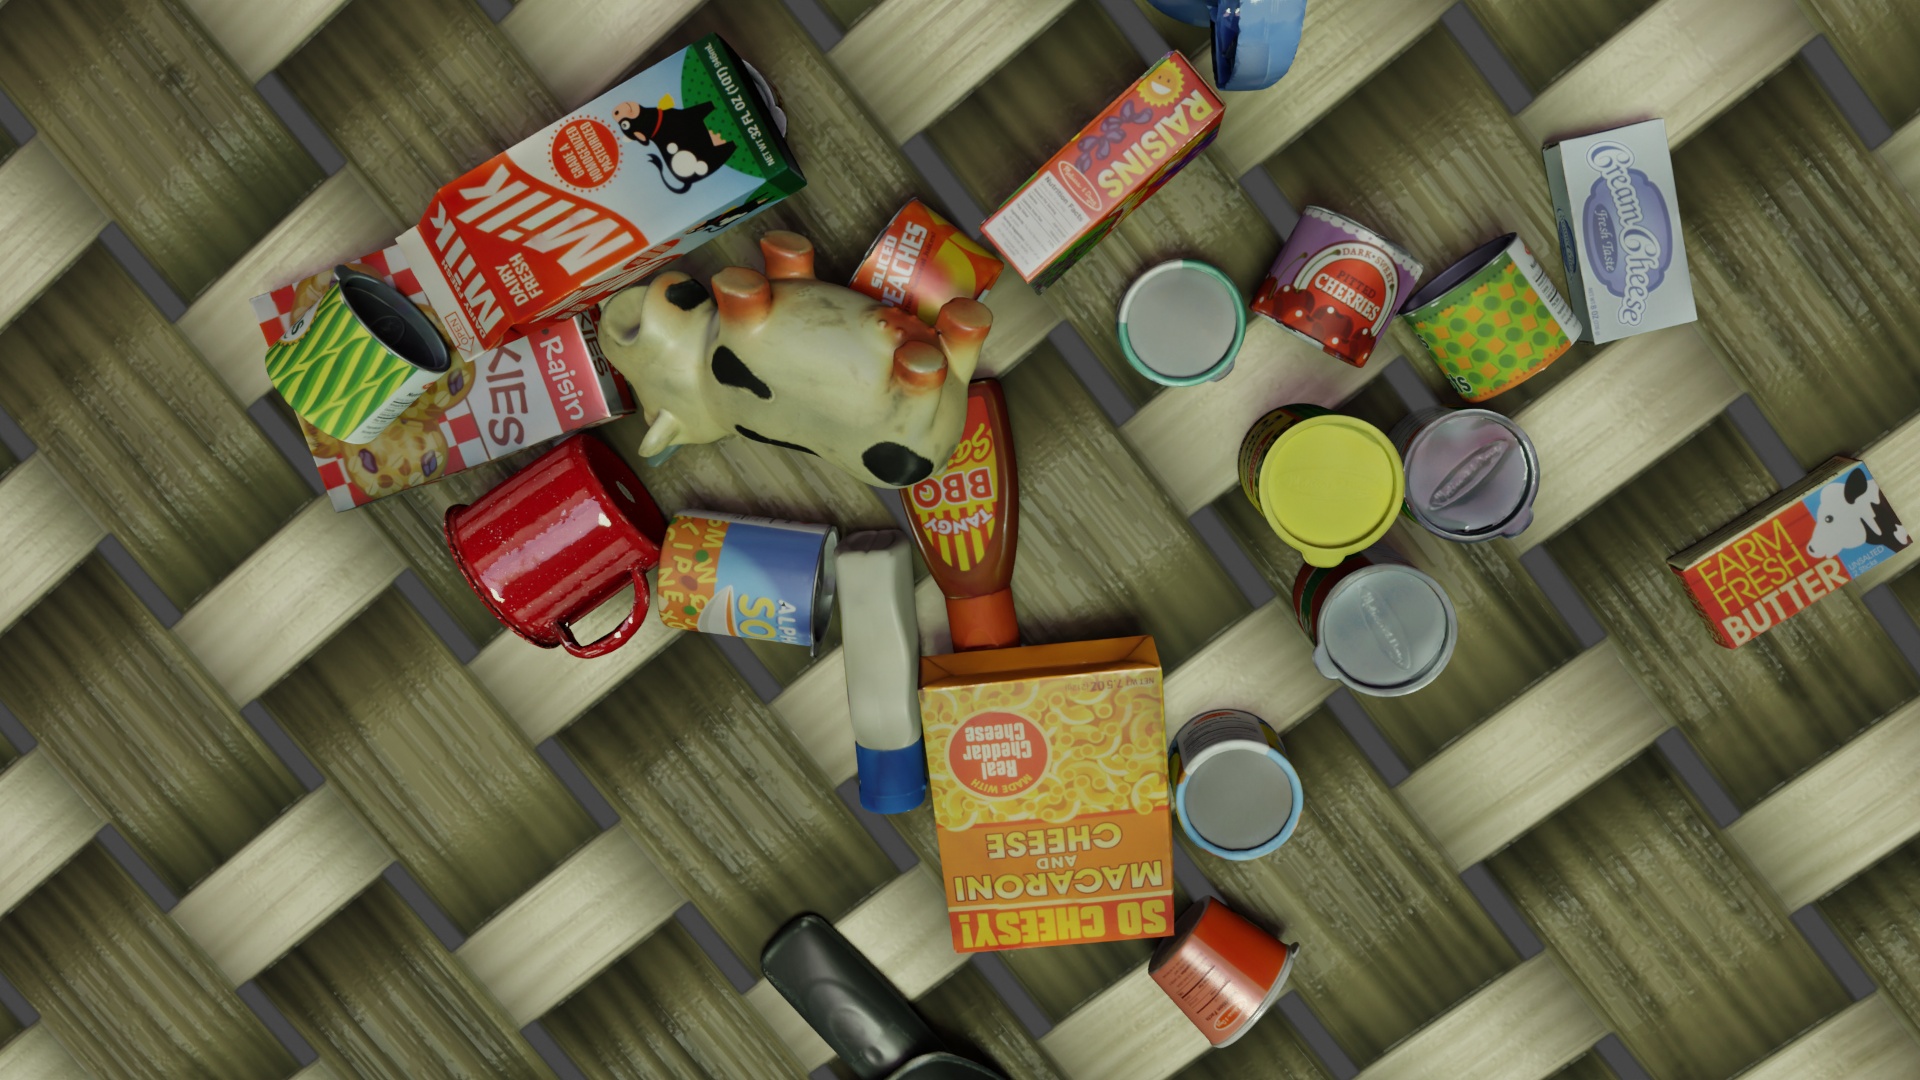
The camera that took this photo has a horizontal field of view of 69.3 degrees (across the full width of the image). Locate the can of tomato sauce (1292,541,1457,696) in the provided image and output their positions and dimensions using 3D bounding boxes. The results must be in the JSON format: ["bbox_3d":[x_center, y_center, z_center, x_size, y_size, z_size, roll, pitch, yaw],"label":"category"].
[{"bbox_3d":[0.207,0.038,0.708,0.071,0.083,0.071,1,99,5],"label":"can of tomato sauce"}]

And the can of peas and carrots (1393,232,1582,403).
[{"bbox_3d":[0.261,-0.109,0.691,0.071,0.071,0.058,-37,95,9],"label":"can of peas and carrots"}]

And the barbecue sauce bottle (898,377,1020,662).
[{"bbox_3d":[0.003,-0.009,0.737,0.065,0.044,0.148,-8,98,12],"label":"barbecue sauce bottle"}]

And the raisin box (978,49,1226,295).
[{"bbox_3d":[0.070,-0.178,0.685,0.123,0.086,0.040,-40,89,9],"label":"raisin box"}]

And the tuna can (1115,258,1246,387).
[{"bbox_3d":[0.115,-0.110,0.718,0.071,0.033,0.071,1,99,5],"label":"tuna can"}]

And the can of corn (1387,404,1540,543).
[{"bbox_3d":[0.253,-0.034,0.706,0.071,0.058,0.071,1,99,4],"label":"can of corn"}]

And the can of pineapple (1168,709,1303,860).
[{"bbox_3d":[0.146,0.131,0.740,0.071,0.058,0.071,1,99,4],"label":"can of pineapple"}]

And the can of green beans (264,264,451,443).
[{"bbox_3d":[-0.302,-0.091,0.697,0.057,0.071,0.071,-40,94,11],"label":"can of green beans"}]

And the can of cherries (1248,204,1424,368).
[{"bbox_3d":[0.186,-0.126,0.691,0.071,0.071,0.058,30,100,0],"label":"can of cherries"}]

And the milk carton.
[{"bbox_3d":[-0.177,-0.162,0.675,0.190,0.073,0.072,-27,97,5],"label":"milk carton"}]

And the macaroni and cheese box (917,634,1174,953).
[{"bbox_3d":[0.048,0.136,0.738,0.124,0.040,0.165,-5,113,3],"label":"macaroni and cheese box"}]

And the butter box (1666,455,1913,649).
[{"bbox_3d":[0.425,0.007,0.716,0.103,0.024,0.053,-34,94,8],"label":"butter box"}]

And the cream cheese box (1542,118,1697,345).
[{"bbox_3d":[0.332,-0.155,0.699,0.053,0.024,0.103,-13,98,5],"label":"cream cheese box"}]

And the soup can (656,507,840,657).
[{"bbox_3d":[-0.112,0.022,0.739,0.084,0.071,0.071,7,99,4],"label":"soup can"}]

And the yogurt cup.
[{"bbox_3d":[0.139,0.231,0.754,0.054,0.072,0.072,40,100,6],"label":"yogurt cup"}]

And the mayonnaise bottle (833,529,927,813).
[{"bbox_3d":[-0.042,0.072,0.746,0.041,0.065,0.147,-3,102,4],"label":"mayonnaise bottle"}]

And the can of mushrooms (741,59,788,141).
[{"bbox_3d":[-0.122,-0.216,0.721,0.071,0.033,0.071,1,98,5],"label":"can of mushrooms"}]

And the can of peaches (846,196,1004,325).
[{"bbox_3d":[-0.019,-0.131,0.707,0.058,0.071,0.071,36,100,-3],"label":"can of peaches"}]

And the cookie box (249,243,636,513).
[{"bbox_3d":[-0.276,-0.099,0.748,0.167,0.040,0.122,-18,97,8],"label":"cookie box"}]

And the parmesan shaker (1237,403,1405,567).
[{"bbox_3d":[0.175,-0.030,0.690,0.071,0.103,0.071,1,99,5],"label":"parmesan shaker"}]
